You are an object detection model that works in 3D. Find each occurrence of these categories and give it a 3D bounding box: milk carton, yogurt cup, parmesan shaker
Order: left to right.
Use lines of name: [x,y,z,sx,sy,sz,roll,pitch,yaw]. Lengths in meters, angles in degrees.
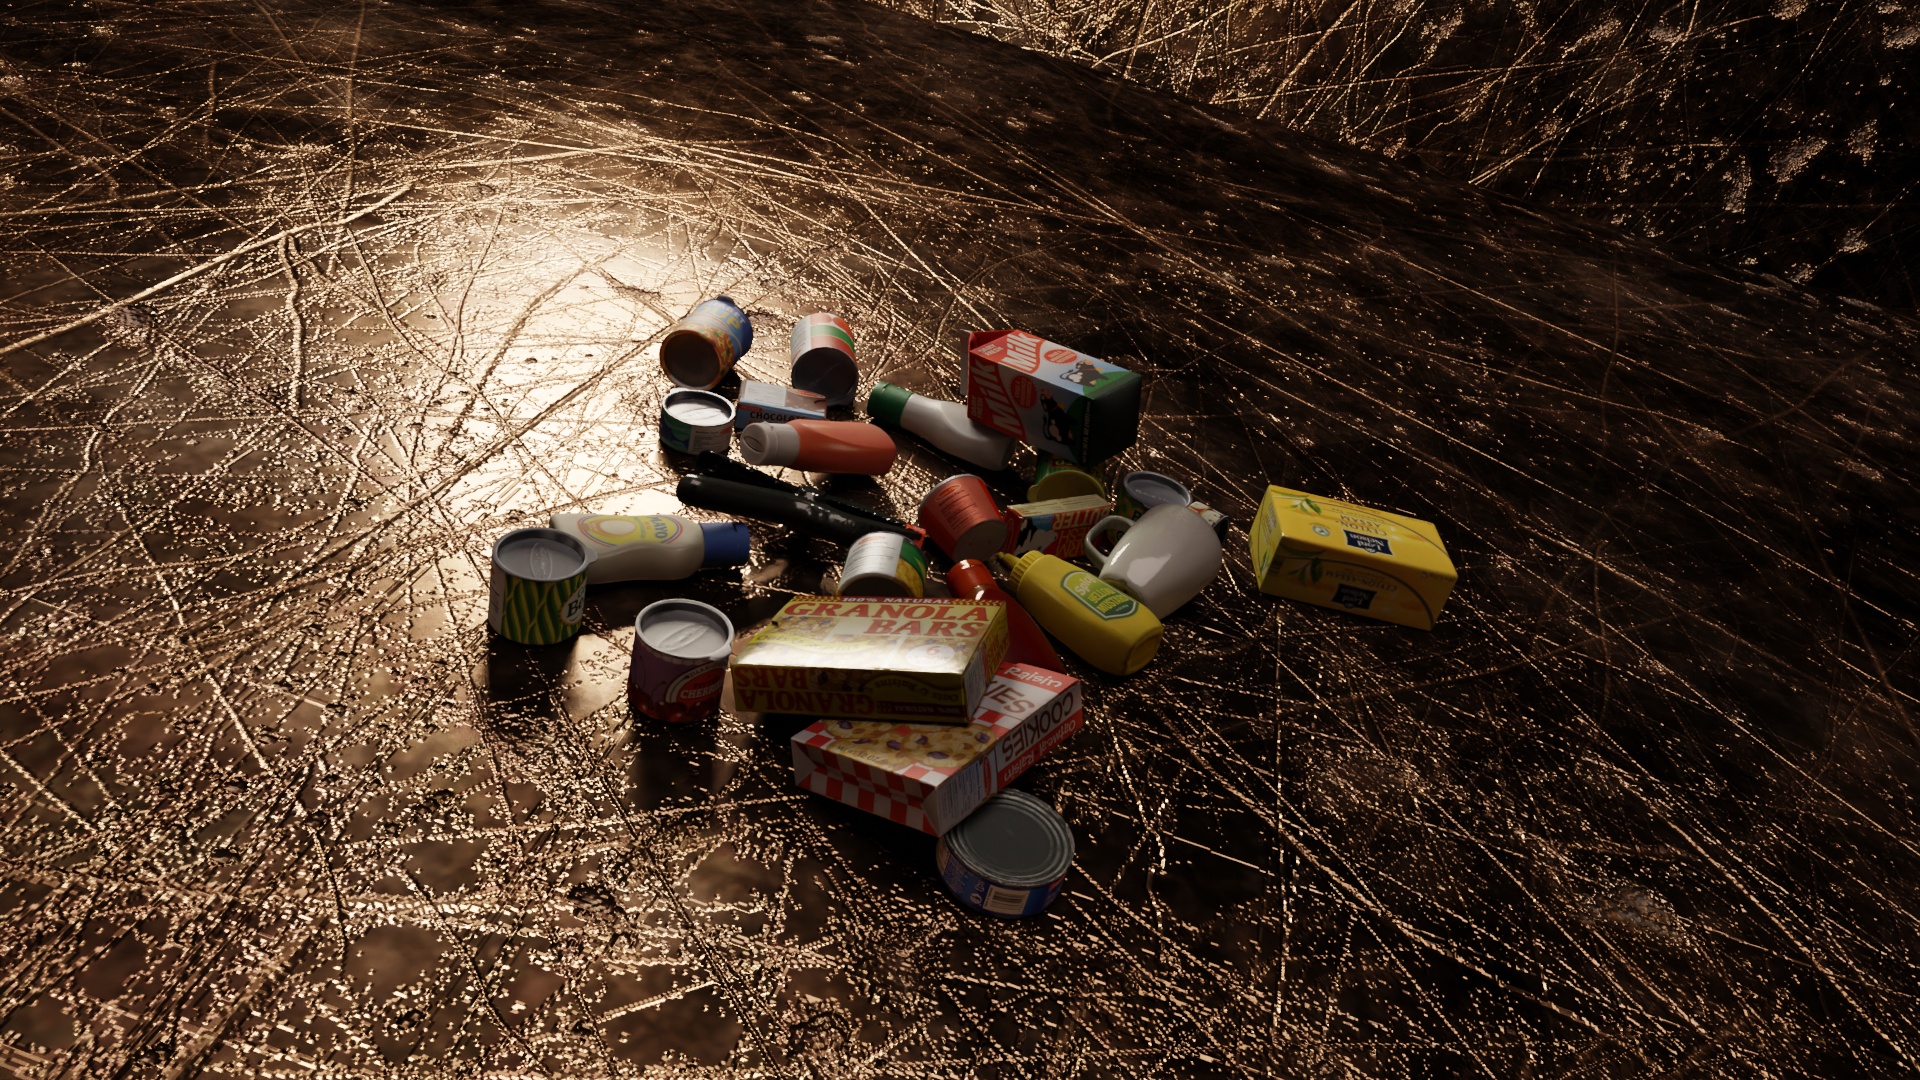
yogurt cup: [0.004,-0.015,1.190,0.072,0.072,0.054,-8,47,-34]
milk carton: [0.070,-0.140,1.295,0.191,0.072,0.074,26,39,35]
parmesan shaker: [0.100,-0.062,1.300,0.071,0.071,0.103,14,31,-3]

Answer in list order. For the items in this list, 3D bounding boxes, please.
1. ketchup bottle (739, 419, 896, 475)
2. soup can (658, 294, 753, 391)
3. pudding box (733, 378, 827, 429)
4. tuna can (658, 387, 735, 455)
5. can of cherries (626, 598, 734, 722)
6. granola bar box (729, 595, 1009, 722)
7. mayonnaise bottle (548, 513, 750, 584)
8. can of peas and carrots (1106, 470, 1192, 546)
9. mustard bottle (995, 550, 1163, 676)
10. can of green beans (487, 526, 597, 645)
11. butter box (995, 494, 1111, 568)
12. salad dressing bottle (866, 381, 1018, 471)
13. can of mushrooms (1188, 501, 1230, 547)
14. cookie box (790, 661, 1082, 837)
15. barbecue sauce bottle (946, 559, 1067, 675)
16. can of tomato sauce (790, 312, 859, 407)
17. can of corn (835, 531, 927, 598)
ketchup bottle: [-0.127,-0.083,1.223,0.065,0.043,0.149,31,20,35]
soup can: [-0.246,-0.192,1.347,0.071,0.071,0.084,18,32,4]
pudding box: [-0.169,-0.122,1.312,0.084,0.030,0.050,10,31,-10]
tuna can: [-0.240,-0.108,1.255,0.071,0.032,0.071,12,32,-7]
can of cherries: [-0.191,0.084,0.952,0.071,0.058,0.072,12,31,-7]
granola bar box: [-0.060,0.079,0.970,0.165,0.039,0.125,1,20,15]
mayonnaise bottle: [-0.238,0.004,1.071,0.148,0.041,0.065,-2,34,-27]
can of peas and carrots: [0.173,-0.021,1.276,0.071,0.058,0.071,11,32,-7]
mustard bottle: [0.088,0.049,1.137,0.160,0.048,0.065,34,34,27]
can of green beans: [-0.299,0.032,0.984,0.071,0.057,0.071,11,32,-7]
butter box: [0.083,-0.009,1.223,0.104,0.052,0.024,-8,36,-35]
salad dressing bottle: [-0.018,-0.114,1.353,0.148,0.043,0.064,22,33,13]
can of mushrooms: [0.212,0.000,1.251,0.033,0.070,0.071,30,34,23]
cookie box: [-0.012,0.129,0.940,0.123,0.040,0.168,11,25,35]
barbecue sauce bottle: [0.029,0.071,1.084,0.065,0.043,0.149,1,34,-23]
can of tomato sauce: [-0.135,-0.180,1.384,0.071,0.070,0.083,8,32,-13]
can of corn: [-0.060,0.038,1.078,0.071,0.070,0.058,14,32,-3]
